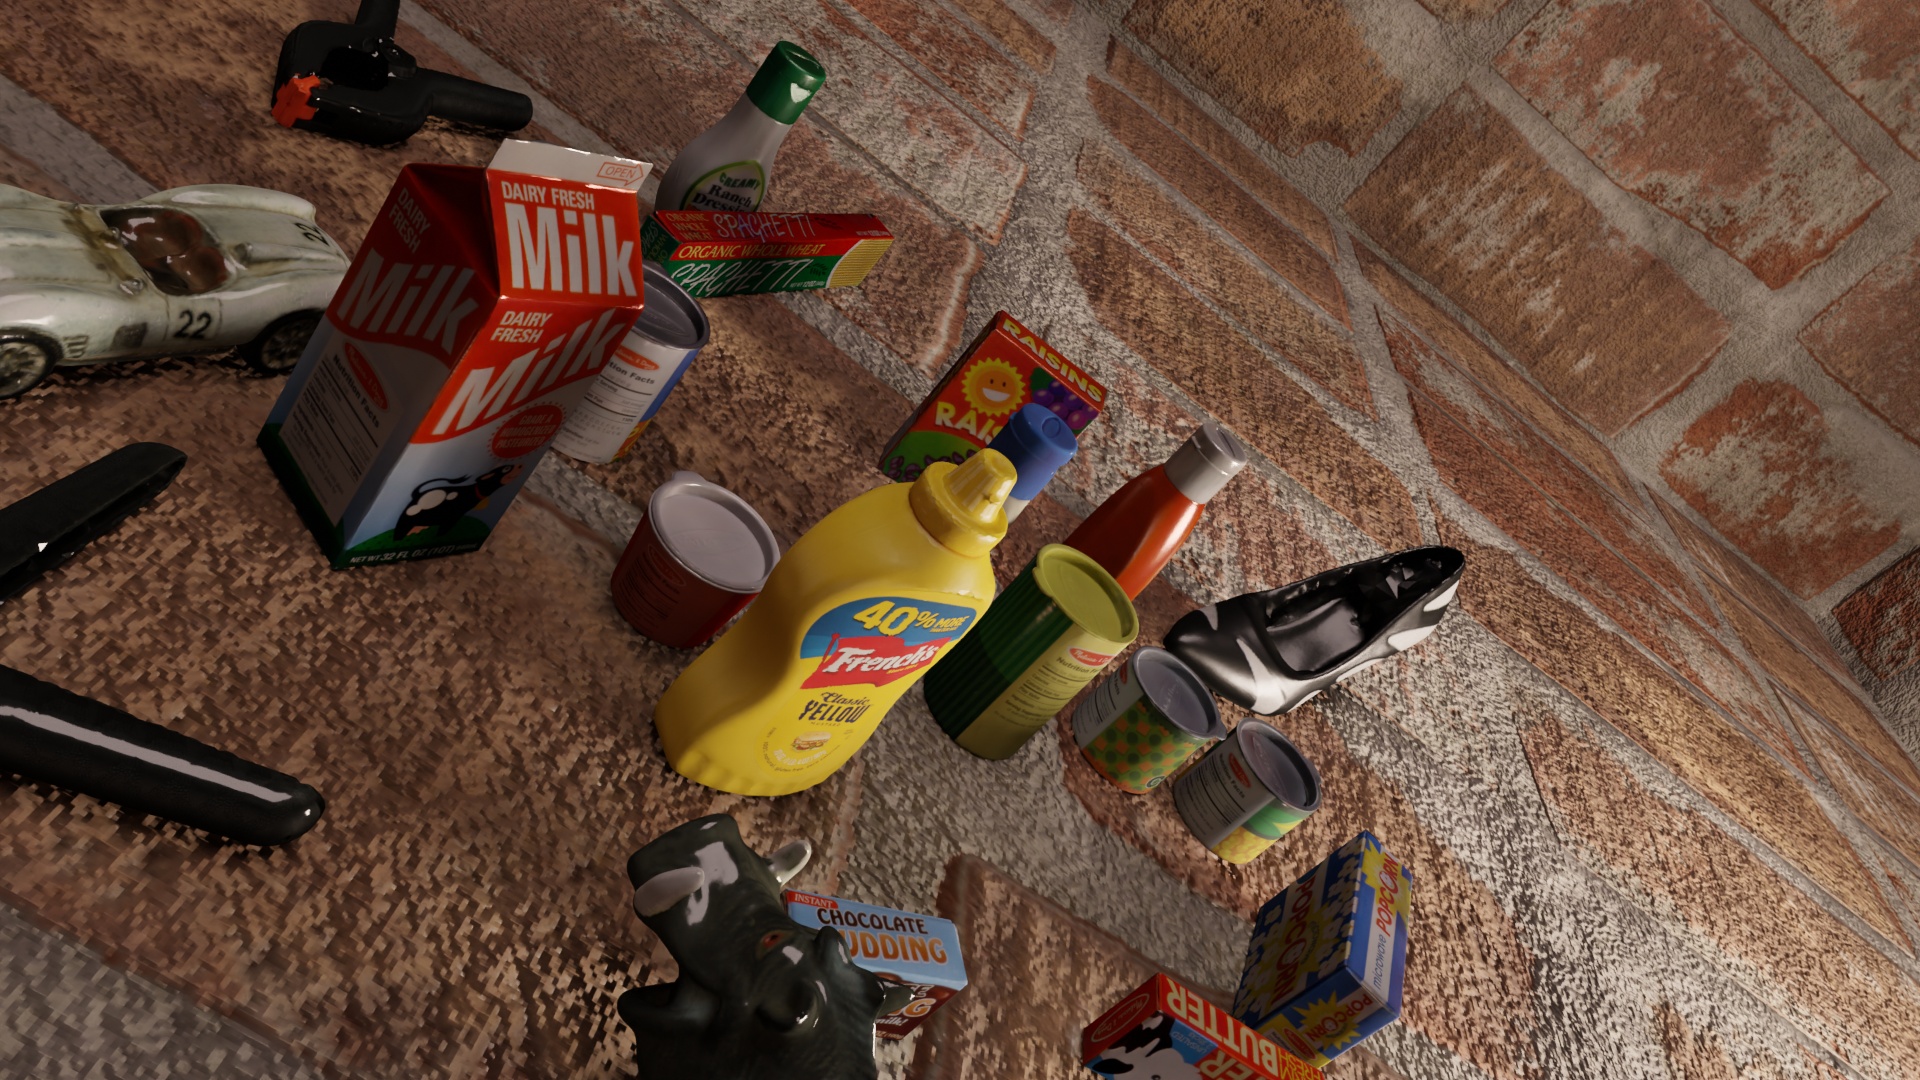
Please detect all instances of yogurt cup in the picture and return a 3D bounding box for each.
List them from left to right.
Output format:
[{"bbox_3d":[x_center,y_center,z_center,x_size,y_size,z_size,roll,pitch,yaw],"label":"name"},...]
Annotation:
[{"bbox_3d":[-0.126,0.013,0.646,0.072,0.053,0.073,31,30,-20],"label":"yogurt cup"}]

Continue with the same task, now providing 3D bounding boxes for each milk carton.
[{"bbox_3d":[-0.193,-0.079,0.545,0.073,0.189,0.072,52,29,17],"label":"milk carton"}]

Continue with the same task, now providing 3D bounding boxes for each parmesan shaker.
[{"bbox_3d":[0.033,0.059,0.729,0.071,0.102,0.072,31,30,-20],"label":"parmesan shaker"}]

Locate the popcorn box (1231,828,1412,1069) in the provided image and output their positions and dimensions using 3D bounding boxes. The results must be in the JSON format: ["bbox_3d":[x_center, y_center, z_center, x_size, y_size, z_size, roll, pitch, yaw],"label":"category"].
[{"bbox_3d":[0.189,0.217,0.724,0.038,0.085,0.127,43,28,1],"label":"popcorn box"}]

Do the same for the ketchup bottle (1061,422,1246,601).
[{"bbox_3d":[0.118,-0.012,0.886,0.043,0.148,0.065,22,34,-34],"label":"ketchup bottle"}]

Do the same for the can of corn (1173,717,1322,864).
[{"bbox_3d":[0.171,0.149,0.824,0.071,0.058,0.071,31,30,-20],"label":"can of corn"}]

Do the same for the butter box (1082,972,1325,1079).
[{"bbox_3d":[0.111,0.240,0.629,0.103,0.053,0.024,34,29,-14],"label":"butter box"}]

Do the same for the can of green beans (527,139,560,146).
[{"bbox_3d":[-0.230,-0.179,0.777,0.071,0.057,0.071,31,30,-20],"label":"can of green beans"}]

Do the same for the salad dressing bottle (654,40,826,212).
[{"bbox_3d":[-0.141,-0.250,0.891,0.064,0.147,0.044,10,42,-45],"label":"salad dressing bottle"}]

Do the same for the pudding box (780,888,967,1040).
[{"bbox_3d":[-0.045,0.166,0.541,0.083,0.049,0.030,22,34,-33],"label":"pudding box"}]

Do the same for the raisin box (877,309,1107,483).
[{"bbox_3d":[0.019,-0.070,0.869,0.086,0.123,0.040,37,28,-10],"label":"raisin box"}]

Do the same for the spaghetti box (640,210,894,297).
[{"bbox_3d":[-0.129,-0.192,0.929,0.029,0.050,0.251,48,29,11],"label":"spaghetti box"}]

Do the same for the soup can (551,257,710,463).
[{"bbox_3d":[-0.175,-0.091,0.697,0.071,0.083,0.072,31,30,-20],"label":"soup can"}]

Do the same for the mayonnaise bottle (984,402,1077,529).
[{"bbox_3d":[0.003,-0.009,0.738,0.041,0.147,0.065,41,28,-3],"label":"mayonnaise bottle"}]

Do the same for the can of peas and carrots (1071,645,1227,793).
[{"bbox_3d":[0.109,0.106,0.806,0.071,0.058,0.071,31,30,-20],"label":"can of peas and carrots"}]
